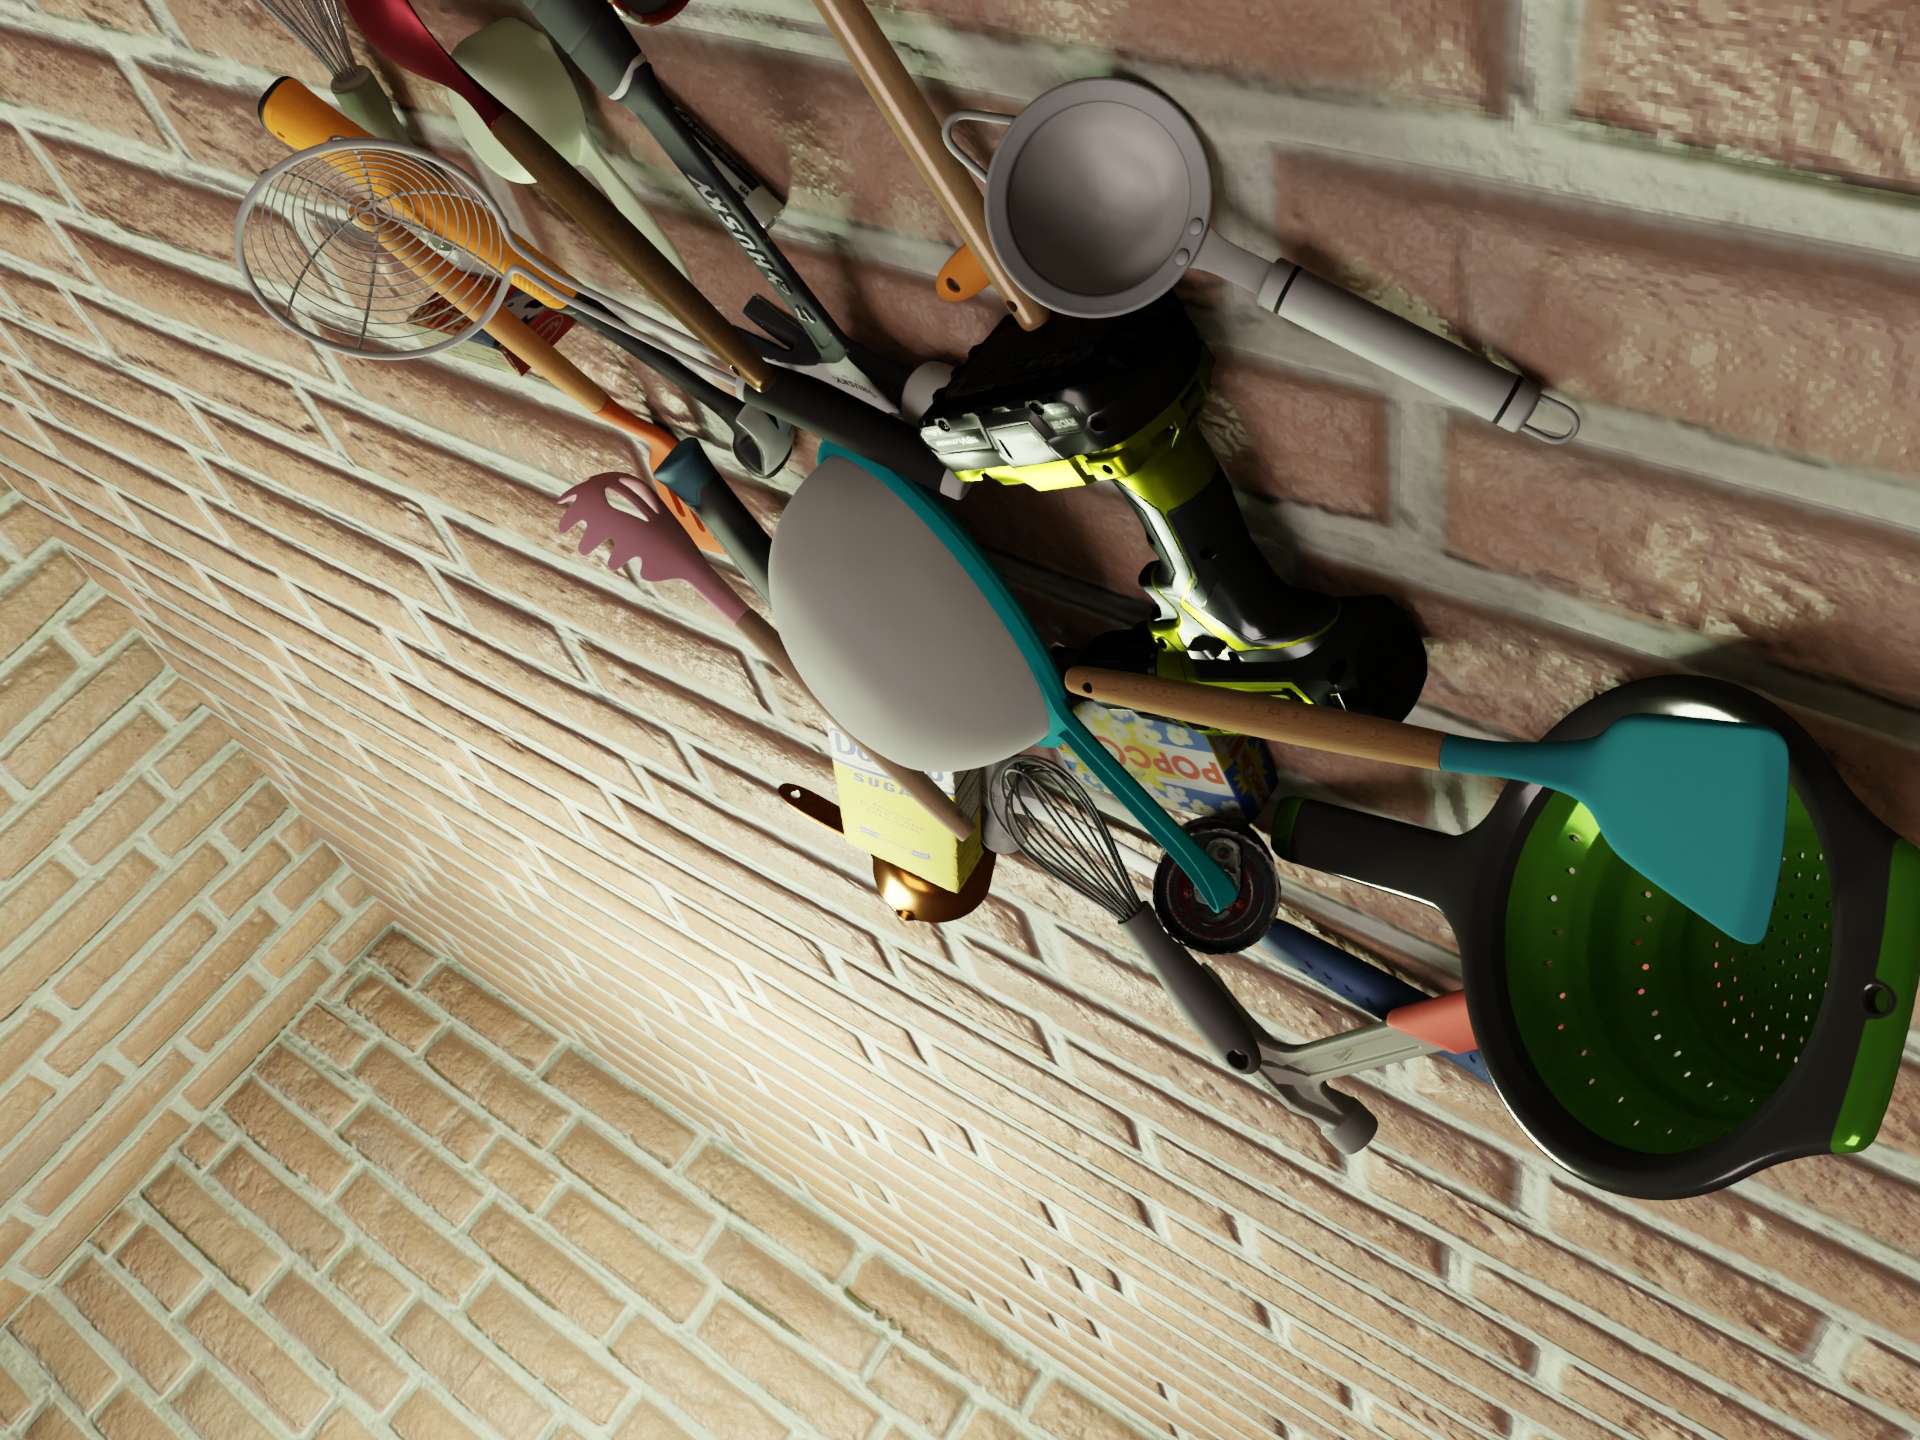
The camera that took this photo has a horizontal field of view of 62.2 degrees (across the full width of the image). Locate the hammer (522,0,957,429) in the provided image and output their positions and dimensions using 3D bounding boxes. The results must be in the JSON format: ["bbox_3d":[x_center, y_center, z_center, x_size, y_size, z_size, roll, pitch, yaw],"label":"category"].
[{"bbox_3d":[-0.129,-0.254,0.657,0.149,0.036,0.408,26,169,33],"label":"hammer"}]

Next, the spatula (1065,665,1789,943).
[{"bbox_3d":[0.171,0.010,0.657,0.318,0.044,0.082,12,116,36],"label":"spatula"}]

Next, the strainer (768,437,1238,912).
[{"bbox_3d":[-0.001,-0.003,0.838,0.341,0.095,0.210,47,168,26],"label":"strainer"}]

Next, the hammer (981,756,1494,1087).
[{"bbox_3d":[0.178,0.123,0.985,0.406,0.035,0.144,28,153,22],"label":"hammer"}]

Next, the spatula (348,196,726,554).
[{"bbox_3d":[-0.238,-0.197,0.955,0.081,0.041,0.322,16,166,40],"label":"spatula"}]

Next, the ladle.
[{"bbox_3d":[-0.194,-0.261,0.740,0.315,0.031,0.069,45,163,10],"label":"ladle"}]

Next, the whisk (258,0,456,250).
[{"bbox_3d":[-0.342,-0.363,0.881,0.246,0.059,0.058,65,-179,-50],"label":"whisk"}]

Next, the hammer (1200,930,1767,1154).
[{"bbox_3d":[0.269,0.154,0.856,0.149,0.037,0.359,44,147,-4],"label":"hammer"}]

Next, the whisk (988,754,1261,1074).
[{"bbox_3d":[0.100,0.117,0.937,0.239,0.055,0.055,52,154,-4],"label":"whisk"}]

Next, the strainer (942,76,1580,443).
[{"bbox_3d":[0.112,-0.165,0.597,0.258,0.050,0.087,29,110,8],"label":"strainer"}]

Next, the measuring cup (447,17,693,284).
[{"bbox_3d":[-0.198,-0.275,0.800,0.167,0.038,0.083,51,153,3],"label":"measuring cup"}]

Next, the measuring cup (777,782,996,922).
[{"bbox_3d":[-0.054,0.076,1.145,0.173,0.095,0.052,27,145,8],"label":"measuring cup"}]

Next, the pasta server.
[{"bbox_3d":[-0.112,-0.039,0.942,0.316,0.060,0.040,44,139,0],"label":"pasta server"}]

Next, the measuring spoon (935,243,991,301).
[{"bbox_3d":[0.017,-0.205,0.691,0.021,0.011,0.117,46,154,-14],"label":"measuring spoon"}]

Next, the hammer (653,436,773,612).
[{"bbox_3d":[-0.092,-0.055,1.027,0.128,0.033,0.330,11,149,43],"label":"hammer"}]

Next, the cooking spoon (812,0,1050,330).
[{"bbox_3d":[-0.053,-0.289,0.621,0.069,0.017,0.318,-4,127,54],"label":"cooking spoon"}]

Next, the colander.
[{"bbox_3d":[0.277,0.082,0.717,0.094,0.204,0.397,11,-178,-21],"label":"colander"}]

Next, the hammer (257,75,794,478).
[{"bbox_3d":[-0.236,-0.246,0.863,0.337,0.034,0.127,34,174,-1],"label":"hammer"}]

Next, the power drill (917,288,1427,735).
[{"bbox_3d":[0.085,-0.079,0.734,0.191,0.080,0.228,2,139,51],"label":"power drill"}]

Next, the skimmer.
[{"bbox_3d":[-0.170,-0.174,0.766,0.363,0.090,0.127,26,139,8],"label":"skimmer"}]
